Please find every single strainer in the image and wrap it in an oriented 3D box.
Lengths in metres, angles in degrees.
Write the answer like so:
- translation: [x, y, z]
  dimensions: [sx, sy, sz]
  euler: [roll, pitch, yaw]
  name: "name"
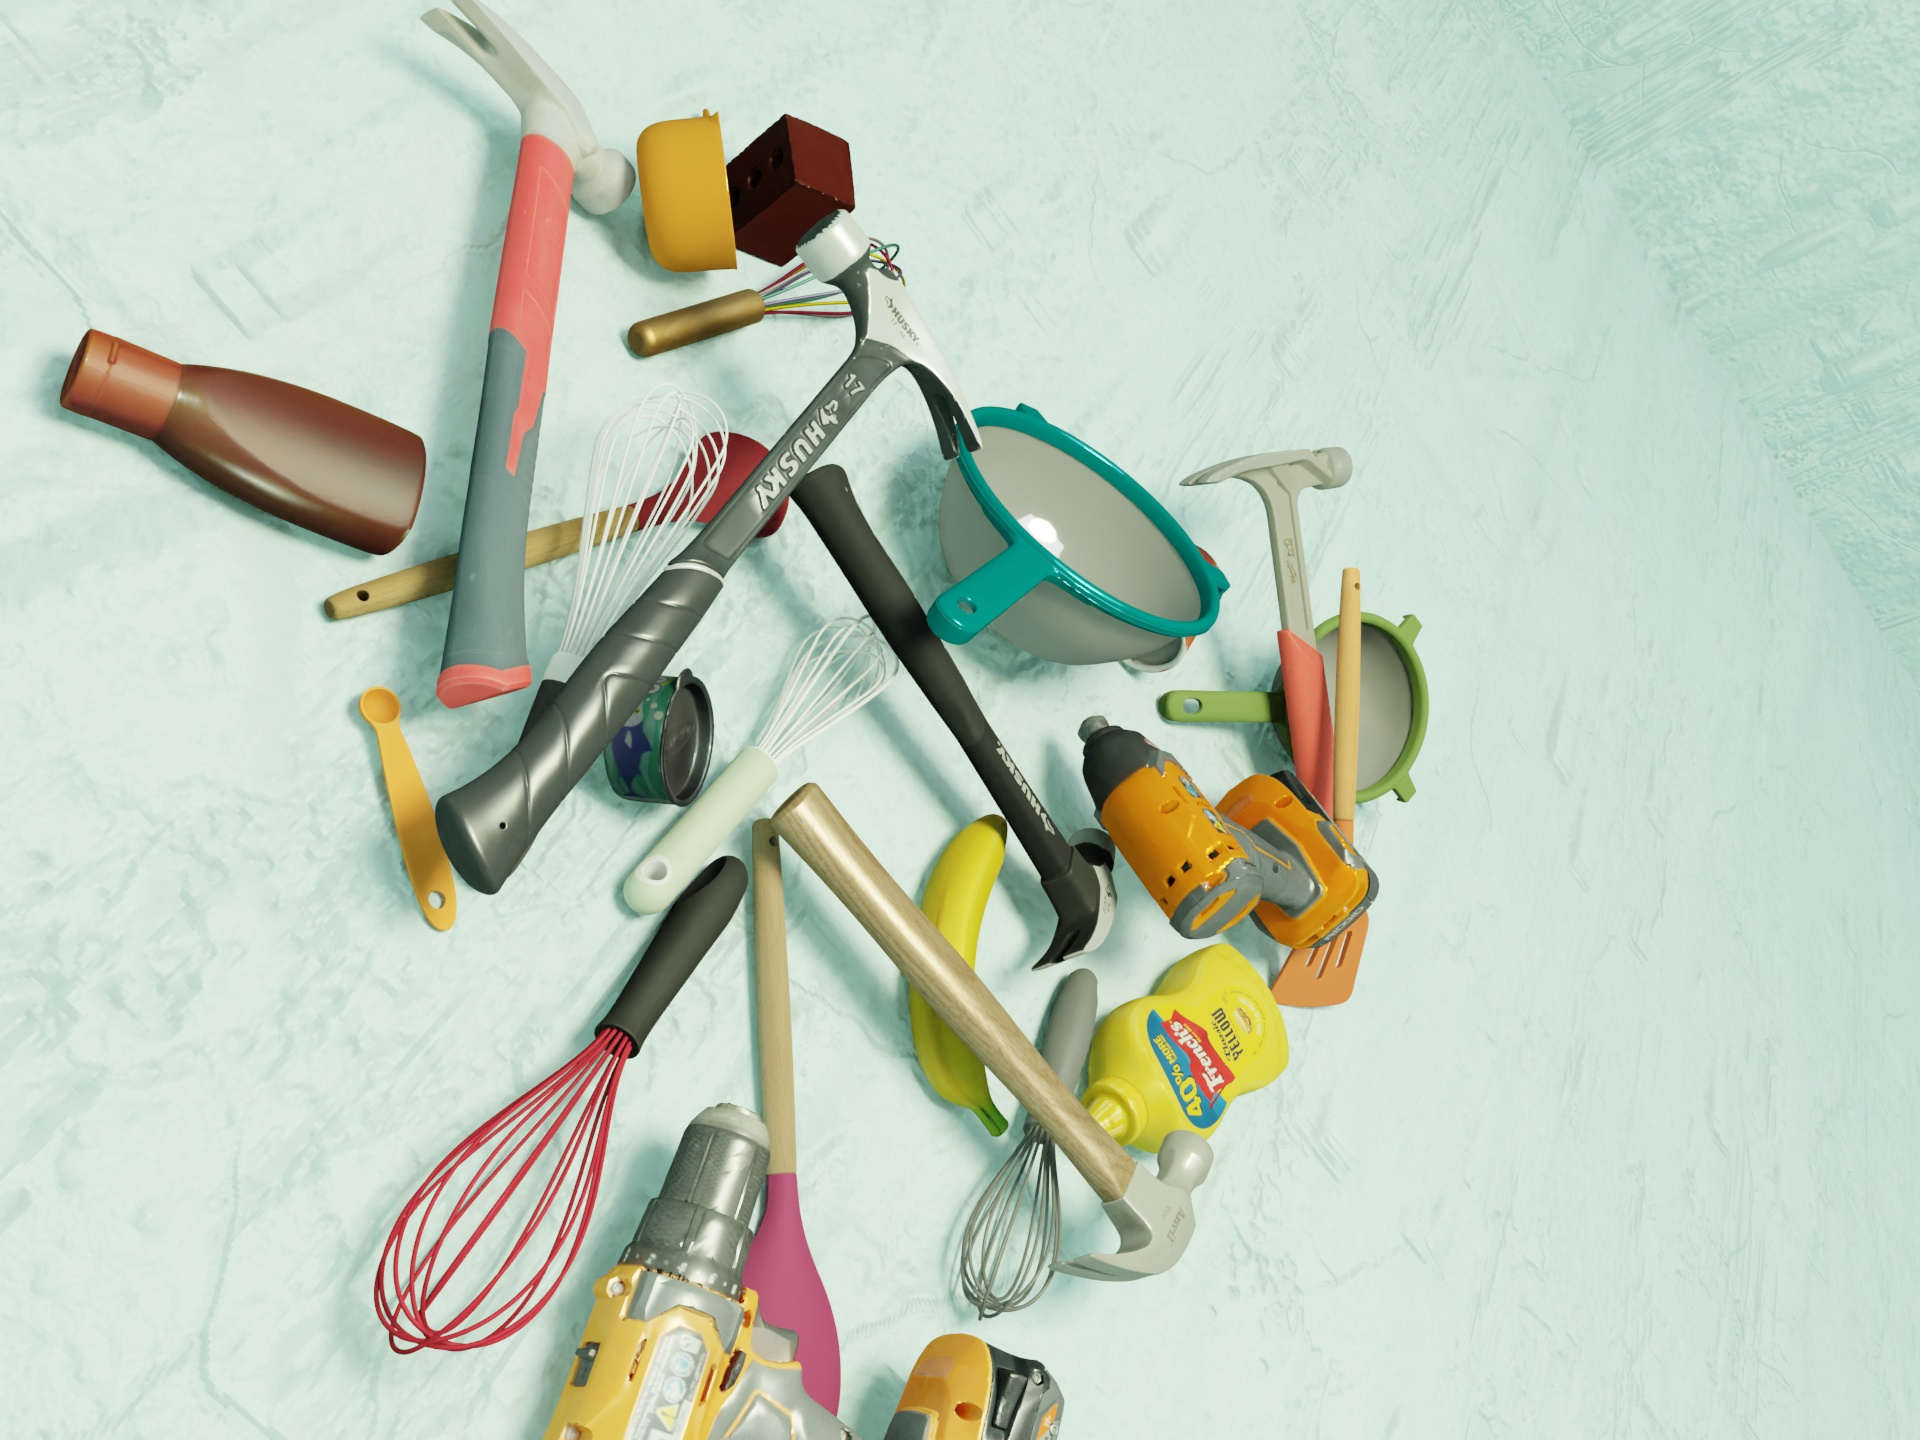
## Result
- translation: [0.037, -0.082, 0.992]
  dimensions: [0.211, 0.095, 0.340]
  euler: [42, 30, 4]
  name: "strainer"
- translation: [0.250, -0.011, 1.244]
  dimensions: [0.256, 0.069, 0.151]
  euler: [0, 92, -28]
  name: "strainer"

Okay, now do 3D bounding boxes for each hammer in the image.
- translation: [0.014, 0.168, 0.854]
  dimensions: [0.331, 0.031, 0.130]
  euler: [50, 37, -9]
  name: "hammer"
- translation: [-0.232, -0.186, 0.796]
  dimensions: [0.143, 0.038, 0.387]
  euler: [42, 39, -52]
  name: "hammer"
- translation: [0.250, -0.019, 1.179]
  dimensions: [0.149, 0.037, 0.359]
  euler: [-14, 99, -32]
  name: "hammer"
- translation: [-0.118, -0.080, 0.785]
  dimensions: [0.149, 0.036, 0.409]
  euler: [50, 54, -25]
  name: "hammer"
- translation: [-0.001, -0.003, 0.927]
  dimensions: [0.334, 0.035, 0.146]
  euler: [57, 22, -19]
  name: "hammer"

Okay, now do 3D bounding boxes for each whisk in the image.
- translation: [-0.106, 0.020, 0.866]
  dimensions: [0.058, 0.059, 0.246]
  euler: [26, 47, 12]
  name: "whisk"
- translation: [-0.113, -0.264, 1.002]
  dimensions: [0.245, 0.051, 0.047]
  euler: [-34, 102, -46]
  name: "whisk"
- translation: [-0.182, -0.050, 0.789]
  dimensions: [0.070, 0.070, 0.285]
  euler: [32, 62, -32]
  name: "whisk"
- translation: [-0.164, 0.159, 0.721]
  dimensions: [0.073, 0.073, 0.296]
  euler: [49, 38, -17]
  name: "whisk"
- translation: [0.046, 0.233, 0.912]
  dimensions: [0.055, 0.055, 0.239]
  euler: [45, 40, -21]
  name: "whisk"

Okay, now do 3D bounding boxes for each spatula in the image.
- translation: [0.274, 0.049, 1.163]
  dimensions: [0.081, 0.041, 0.323]
  euler: [7, 84, -32]
  name: "spatula"

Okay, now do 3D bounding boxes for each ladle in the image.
- translation: [-0.196, -0.102, 0.845]
  dimensions: [0.315, 0.031, 0.069]
  euler: [-29, 91, -48]
  name: "ladle"

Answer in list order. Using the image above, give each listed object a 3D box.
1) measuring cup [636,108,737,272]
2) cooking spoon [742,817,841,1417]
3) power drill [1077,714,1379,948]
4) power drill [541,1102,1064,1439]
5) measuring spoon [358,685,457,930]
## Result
- translation: [-0.170, -0.336, 0.971]
  dimensions: [0.052, 0.095, 0.174]
  euler: [-9, 41, -8]
  name: "measuring cup"
- translation: [-0.092, 0.202, 0.803]
  dimensions: [0.068, 0.017, 0.319]
  euler: [14, 62, -42]
  name: "cooking spoon"
- translation: [0.172, 0.072, 1.058]
  dimensions: [0.226, 0.084, 0.164]
  euler: [16, 34, -51]
  name: "power drill"
- translation: [-0.064, 0.295, 0.720]
  dimensions: [0.226, 0.084, 0.185]
  euler: [30, 58, -23]
  name: "power drill"
- translation: [-0.253, 0.041, 0.727]
  dimensions: [0.021, 0.011, 0.117]
  euler: [-14, 84, -49]
  name: "measuring spoon"
